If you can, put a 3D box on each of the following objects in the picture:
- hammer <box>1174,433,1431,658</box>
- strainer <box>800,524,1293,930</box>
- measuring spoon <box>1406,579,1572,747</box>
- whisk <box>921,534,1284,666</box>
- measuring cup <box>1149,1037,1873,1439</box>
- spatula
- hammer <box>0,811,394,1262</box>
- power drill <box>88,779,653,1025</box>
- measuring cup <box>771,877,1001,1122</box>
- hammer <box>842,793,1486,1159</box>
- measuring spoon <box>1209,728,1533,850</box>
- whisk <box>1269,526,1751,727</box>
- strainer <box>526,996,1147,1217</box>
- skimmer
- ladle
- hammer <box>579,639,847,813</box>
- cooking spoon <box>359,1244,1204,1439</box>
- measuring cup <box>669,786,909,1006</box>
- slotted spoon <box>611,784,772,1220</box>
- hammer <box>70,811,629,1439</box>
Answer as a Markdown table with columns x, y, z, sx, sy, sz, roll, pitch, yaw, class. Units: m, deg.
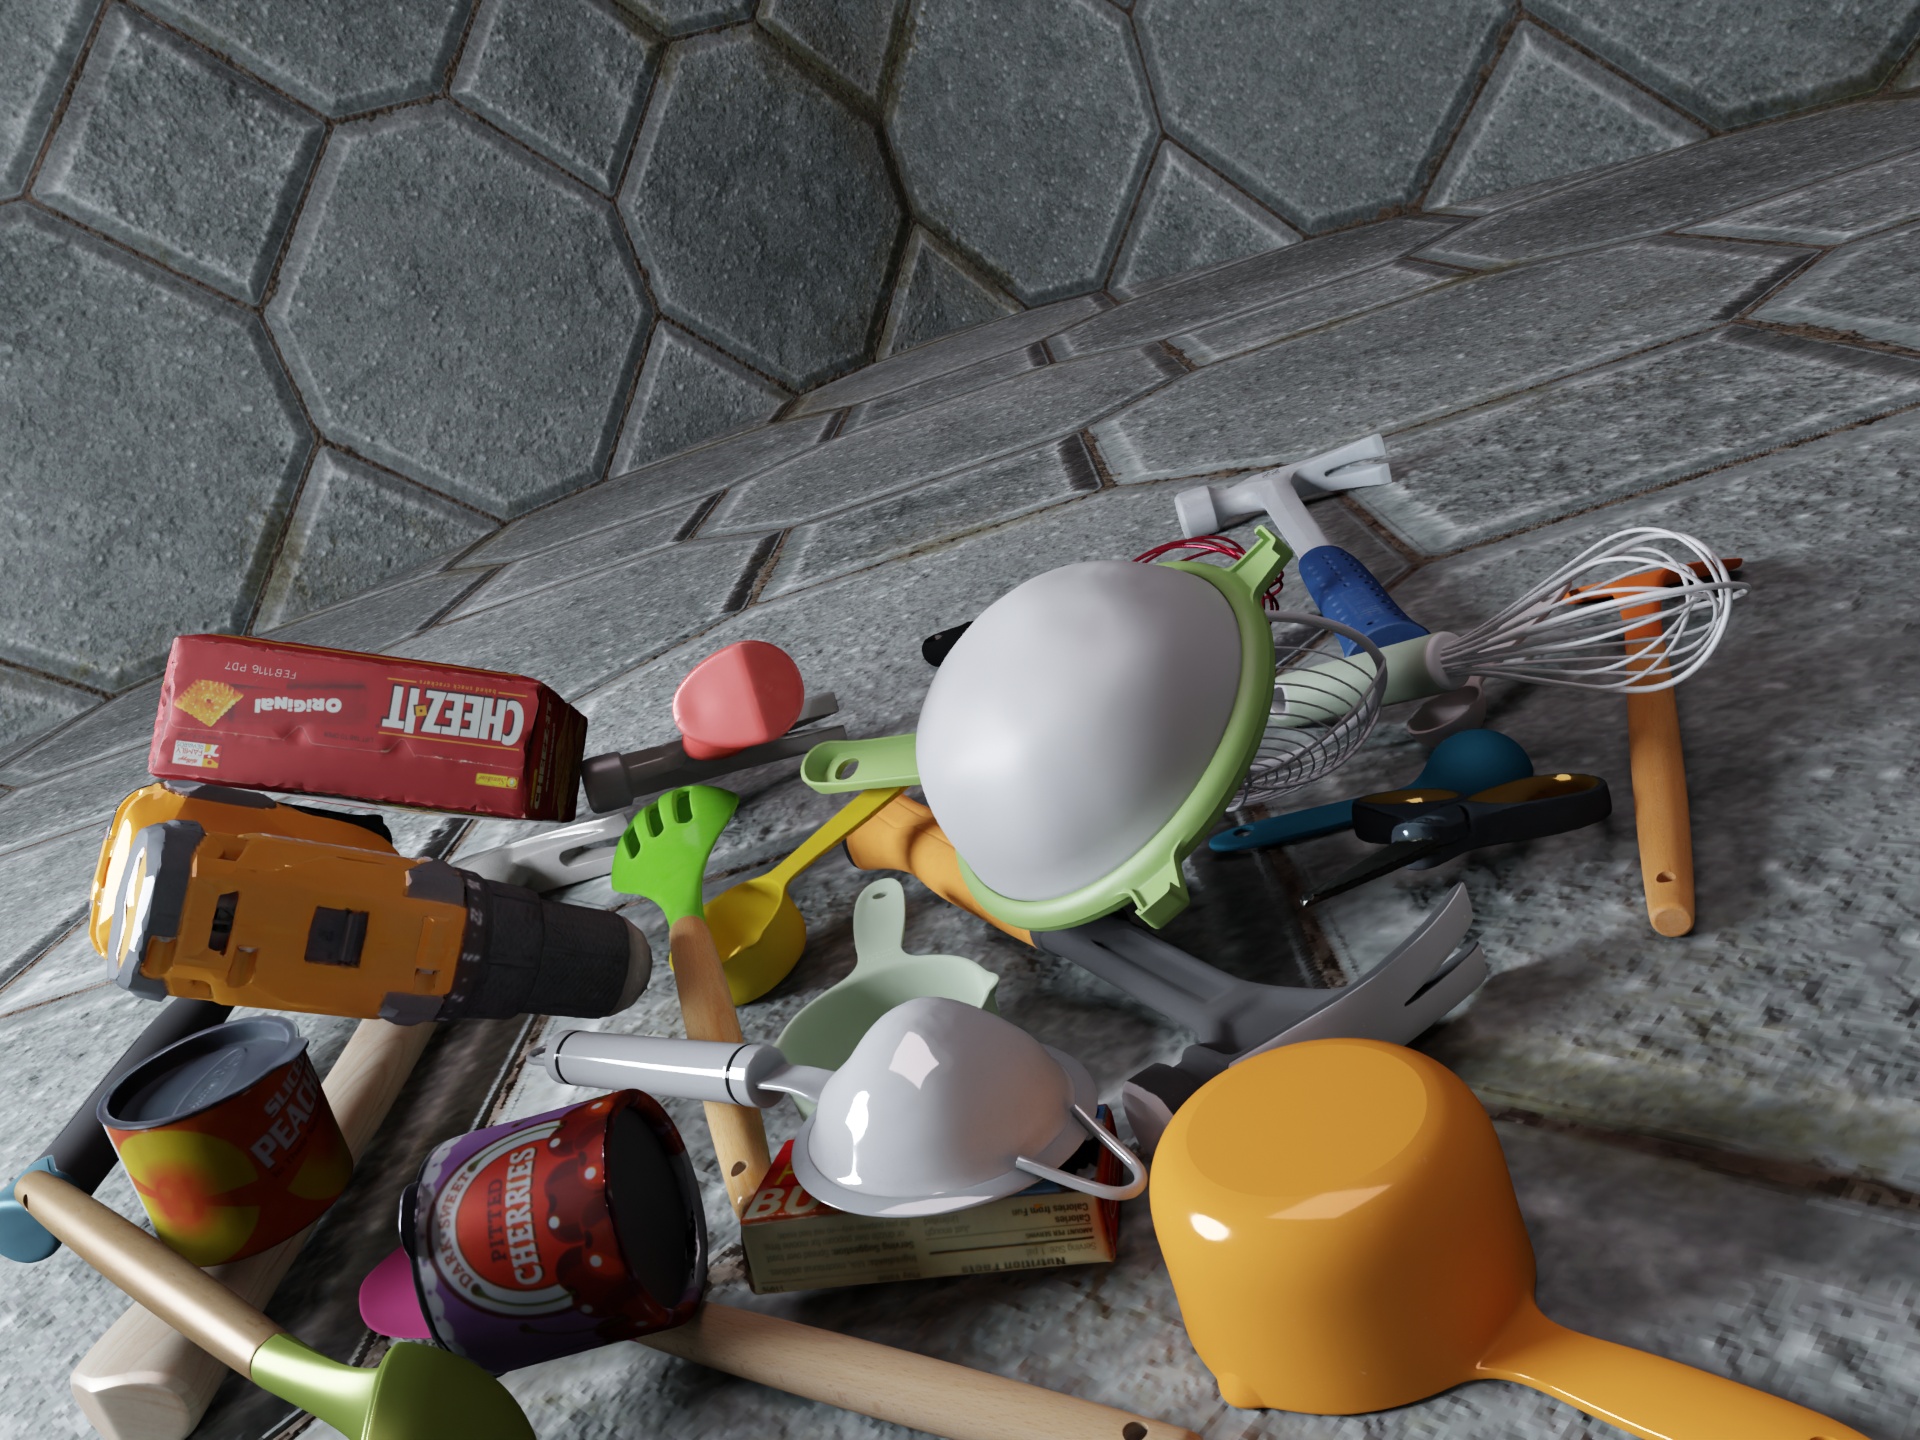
| x | y | z | sx | sy | sz | roll | pitch | yaw | class |
| --- | --- | --- | --- | --- | --- | --- | --- | --- | --- |
| 0.212 | -0.098 | 0.917 | 0.144 | 0.035 | 0.406 | -17 | 18 | 8 | hammer |
| -0.001 | -0.002 | 0.604 | 0.256 | 0.069 | 0.151 | -8 | 54 | 50 | strainer |
| 0.234 | -0.024 | 0.683 | 0.124 | 0.018 | 0.034 | -41 | 13 | -30 | measuring spoon |
| 0.070 | -0.056 | 0.917 | 0.073 | 0.073 | 0.296 | -33 | 15 | -35 | whisk |
| 0.115 | 0.118 | 0.355 | 0.095 | 0.052 | 0.174 | -31 | 19 | -31 | measuring cup |
| 0.270 | -0.008 | 0.618 | 0.081 | 0.041 | 0.323 | -12 | 23 | 27 | spatula |
| -0.356 | 0.134 | 0.749 | 0.128 | 0.033 | 0.331 | -30 | 19 | 11 | hammer |
| -0.243 | 0.078 | 0.634 | 0.185 | 0.084 | 0.226 | 14 | -8 | -33 | power drill |
| -0.023 | 0.102 | 0.578 | 0.083 | 0.038 | 0.168 | -19 | 16 | 2 | measuring cup |
| 0.040 | 0.069 | 0.610 | 0.127 | 0.034 | 0.337 | -27 | 19 | -20 | hammer |
| 0.159 | 0.026 | 0.627 | 0.128 | 0.021 | 0.042 | -15 | 18 | 9 | measuring spoon |
| 0.202 | -0.026 | 0.637 | 0.059 | 0.058 | 0.246 | -4 | -7 | -27 | whisk |
| -0.057 | 0.107 | 0.482 | 0.258 | 0.050 | 0.087 | -6 | 16 | 41 | strainer |
| 0.072 | -0.028 | 0.771 | 0.127 | 0.090 | 0.363 | 7 | 8 | -18 | skimmer |
| -0.222 | 0.179 | 0.457 | 0.320 | 0.078 | 0.062 | 5 | 6 | 41 | ladle |
| -0.100 | 0.003 | 0.731 | 0.149 | 0.037 | 0.359 | -16 | -1 | -14 | hammer |
| -0.071 | 0.173 | 0.447 | 0.319 | 0.017 | 0.069 | -5 | 22 | 40 | cooking spoon |
| -0.056 | 0.065 | 0.685 | 0.156 | 0.029 | 0.062 | -40 | 25 | -21 | measuring cup |
| -0.101 | 0.093 | 0.618 | 0.070 | 0.031 | 0.314 | -35 | 26 | -1 | slotted spoon |
| -0.244 | 0.145 | 0.683 | 0.146 | 0.038 | 0.411 | -17 | 18 | 5 | hammer |
